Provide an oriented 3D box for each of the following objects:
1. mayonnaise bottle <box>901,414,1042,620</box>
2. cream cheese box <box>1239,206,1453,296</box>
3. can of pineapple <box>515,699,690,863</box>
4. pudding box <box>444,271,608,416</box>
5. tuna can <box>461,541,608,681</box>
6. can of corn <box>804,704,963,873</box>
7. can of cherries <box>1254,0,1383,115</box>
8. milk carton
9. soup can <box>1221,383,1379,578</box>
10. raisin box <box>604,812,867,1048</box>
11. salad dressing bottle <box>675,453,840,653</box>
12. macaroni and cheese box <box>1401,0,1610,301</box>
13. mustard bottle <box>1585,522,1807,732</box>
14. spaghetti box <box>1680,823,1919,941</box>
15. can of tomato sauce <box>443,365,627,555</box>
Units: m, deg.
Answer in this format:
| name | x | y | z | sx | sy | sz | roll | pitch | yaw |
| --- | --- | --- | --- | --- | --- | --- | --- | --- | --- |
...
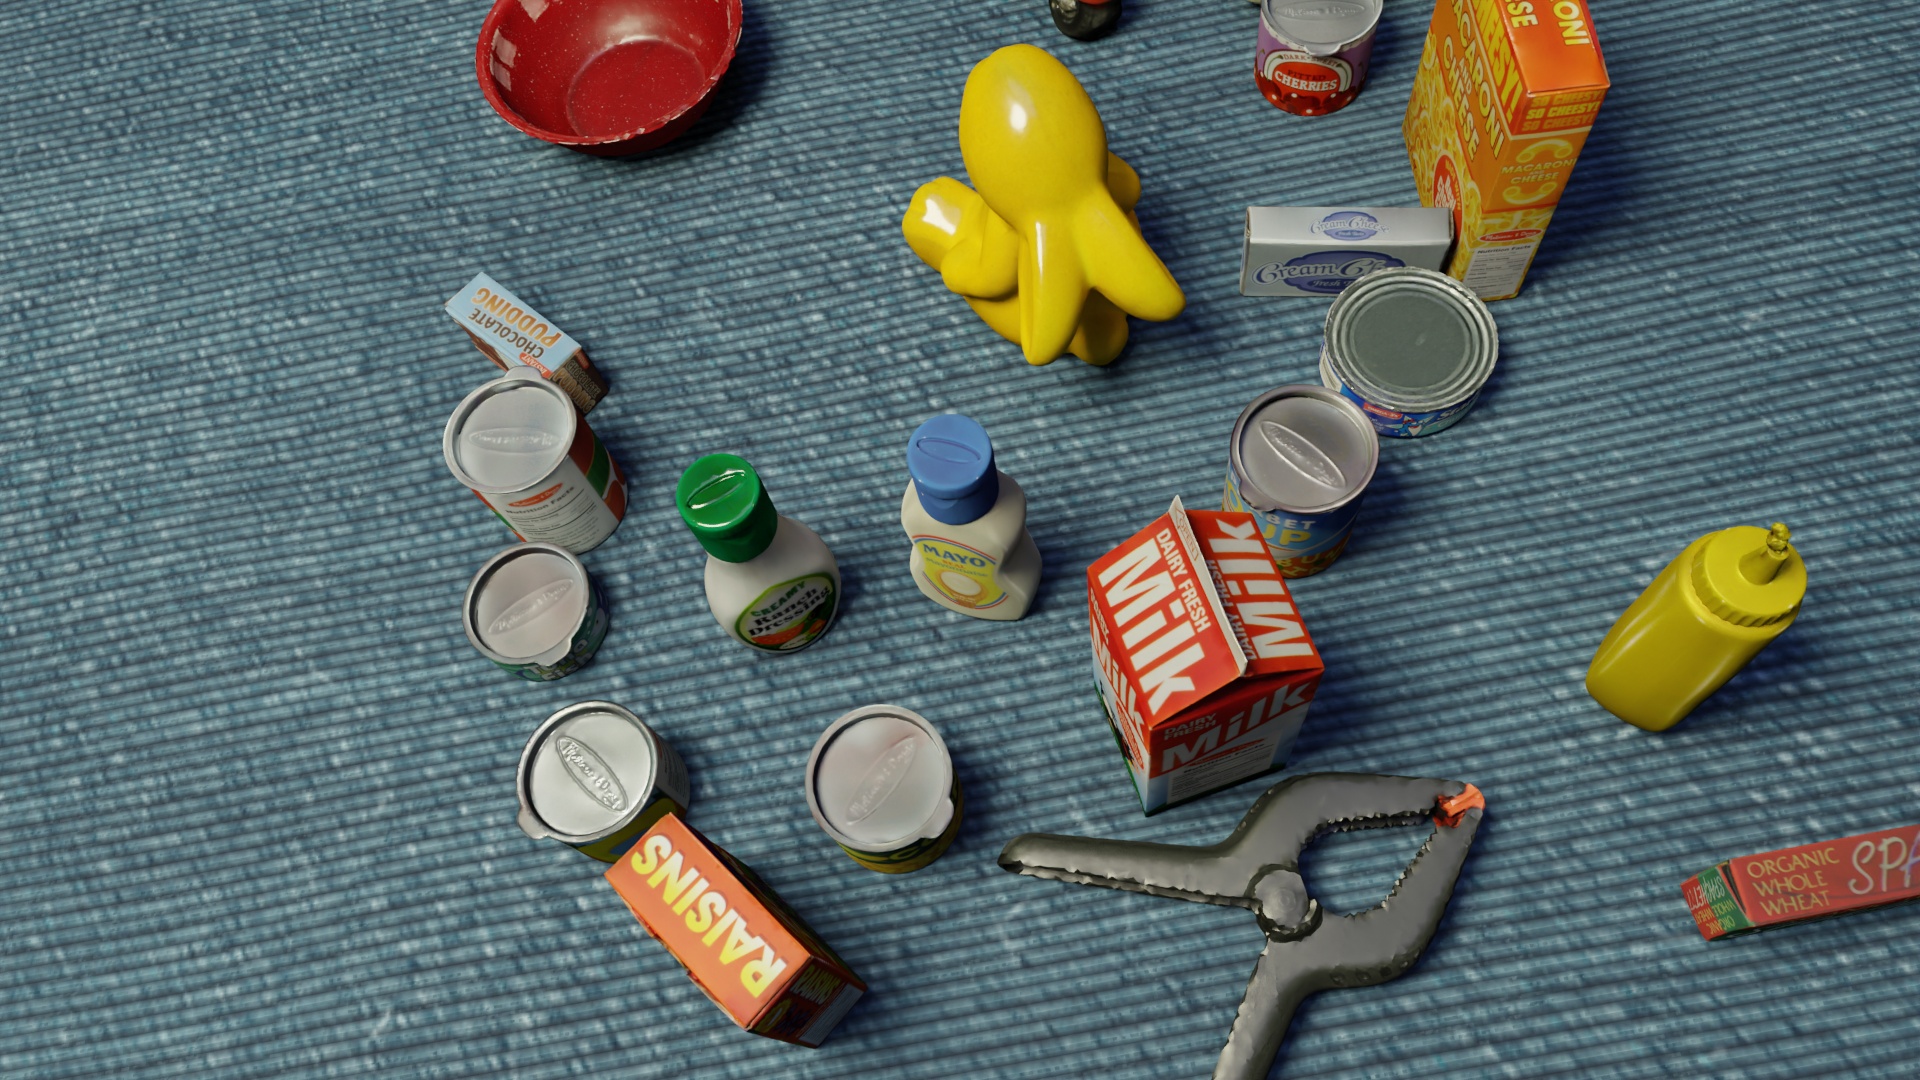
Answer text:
| name | x | y | z | sx | sy | sz | roll | pitch | yaw |
| --- | --- | --- | --- | --- | --- | --- | --- | --- | --- |
| mayonnaise bottle | 0.002 | -0.008 | 0.641 | 0.065 | 0.147 | 0.041 | 15 | 69 | 13 |
| cream cheese box | 0.201 | -0.152 | 0.734 | 0.104 | 0.053 | 0.024 | 2 | 67 | 7 |
| can of pineapple | -0.168 | 0.116 | 0.654 | 0.071 | 0.057 | 0.071 | -2 | 66 | 5 |
| pudding box | -0.239 | -0.106 | 0.765 | 0.084 | 0.049 | 0.030 | 35 | 75 | 19 |
| tuna can | -0.214 | 0.039 | 0.707 | 0.071 | 0.032 | 0.071 | -2 | 66 | 5 |
| can of corn | -0.031 | 0.117 | 0.638 | 0.071 | 0.058 | 0.071 | -2 | 66 | 5 |
| can of cherries | 0.201 | -0.284 | 0.790 | 0.071 | 0.058 | 0.072 | -2 | 66 | 5 |
| milk carton | 0.099 | 0.051 | 0.580 | 0.073 | 0.190 | 0.072 | -19 | 66 | -2 |
| soup can | 0.158 | -0.025 | 0.666 | 0.071 | 0.083 | 0.071 | -2 | 66 | 6 |
| raisin box | -0.091 | 0.168 | 0.586 | 0.086 | 0.123 | 0.040 | 40 | 76 | 20 |
| salad dressing bottle | -0.094 | 0.008 | 0.645 | 0.064 | 0.147 | 0.044 | -29 | 67 | -6 |
| macaroni and cheese box | 0.266 | -0.216 | 0.694 | 0.040 | 0.166 | 0.124 | -7 | 66 | 4 |
| mustard bottle | 0.312 | 0.032 | 0.581 | 0.049 | 0.159 | 0.065 | 36 | 75 | 19 |
| spaghetti box | 0.438 | 0.130 | 0.584 | 0.250 | 0.050 | 0.029 | -11 | 66 | 1 |
| can of tomato sauce | -0.216 | -0.038 | 0.714 | 0.071 | 0.082 | 0.071 | -2 | 66 | 6 |
